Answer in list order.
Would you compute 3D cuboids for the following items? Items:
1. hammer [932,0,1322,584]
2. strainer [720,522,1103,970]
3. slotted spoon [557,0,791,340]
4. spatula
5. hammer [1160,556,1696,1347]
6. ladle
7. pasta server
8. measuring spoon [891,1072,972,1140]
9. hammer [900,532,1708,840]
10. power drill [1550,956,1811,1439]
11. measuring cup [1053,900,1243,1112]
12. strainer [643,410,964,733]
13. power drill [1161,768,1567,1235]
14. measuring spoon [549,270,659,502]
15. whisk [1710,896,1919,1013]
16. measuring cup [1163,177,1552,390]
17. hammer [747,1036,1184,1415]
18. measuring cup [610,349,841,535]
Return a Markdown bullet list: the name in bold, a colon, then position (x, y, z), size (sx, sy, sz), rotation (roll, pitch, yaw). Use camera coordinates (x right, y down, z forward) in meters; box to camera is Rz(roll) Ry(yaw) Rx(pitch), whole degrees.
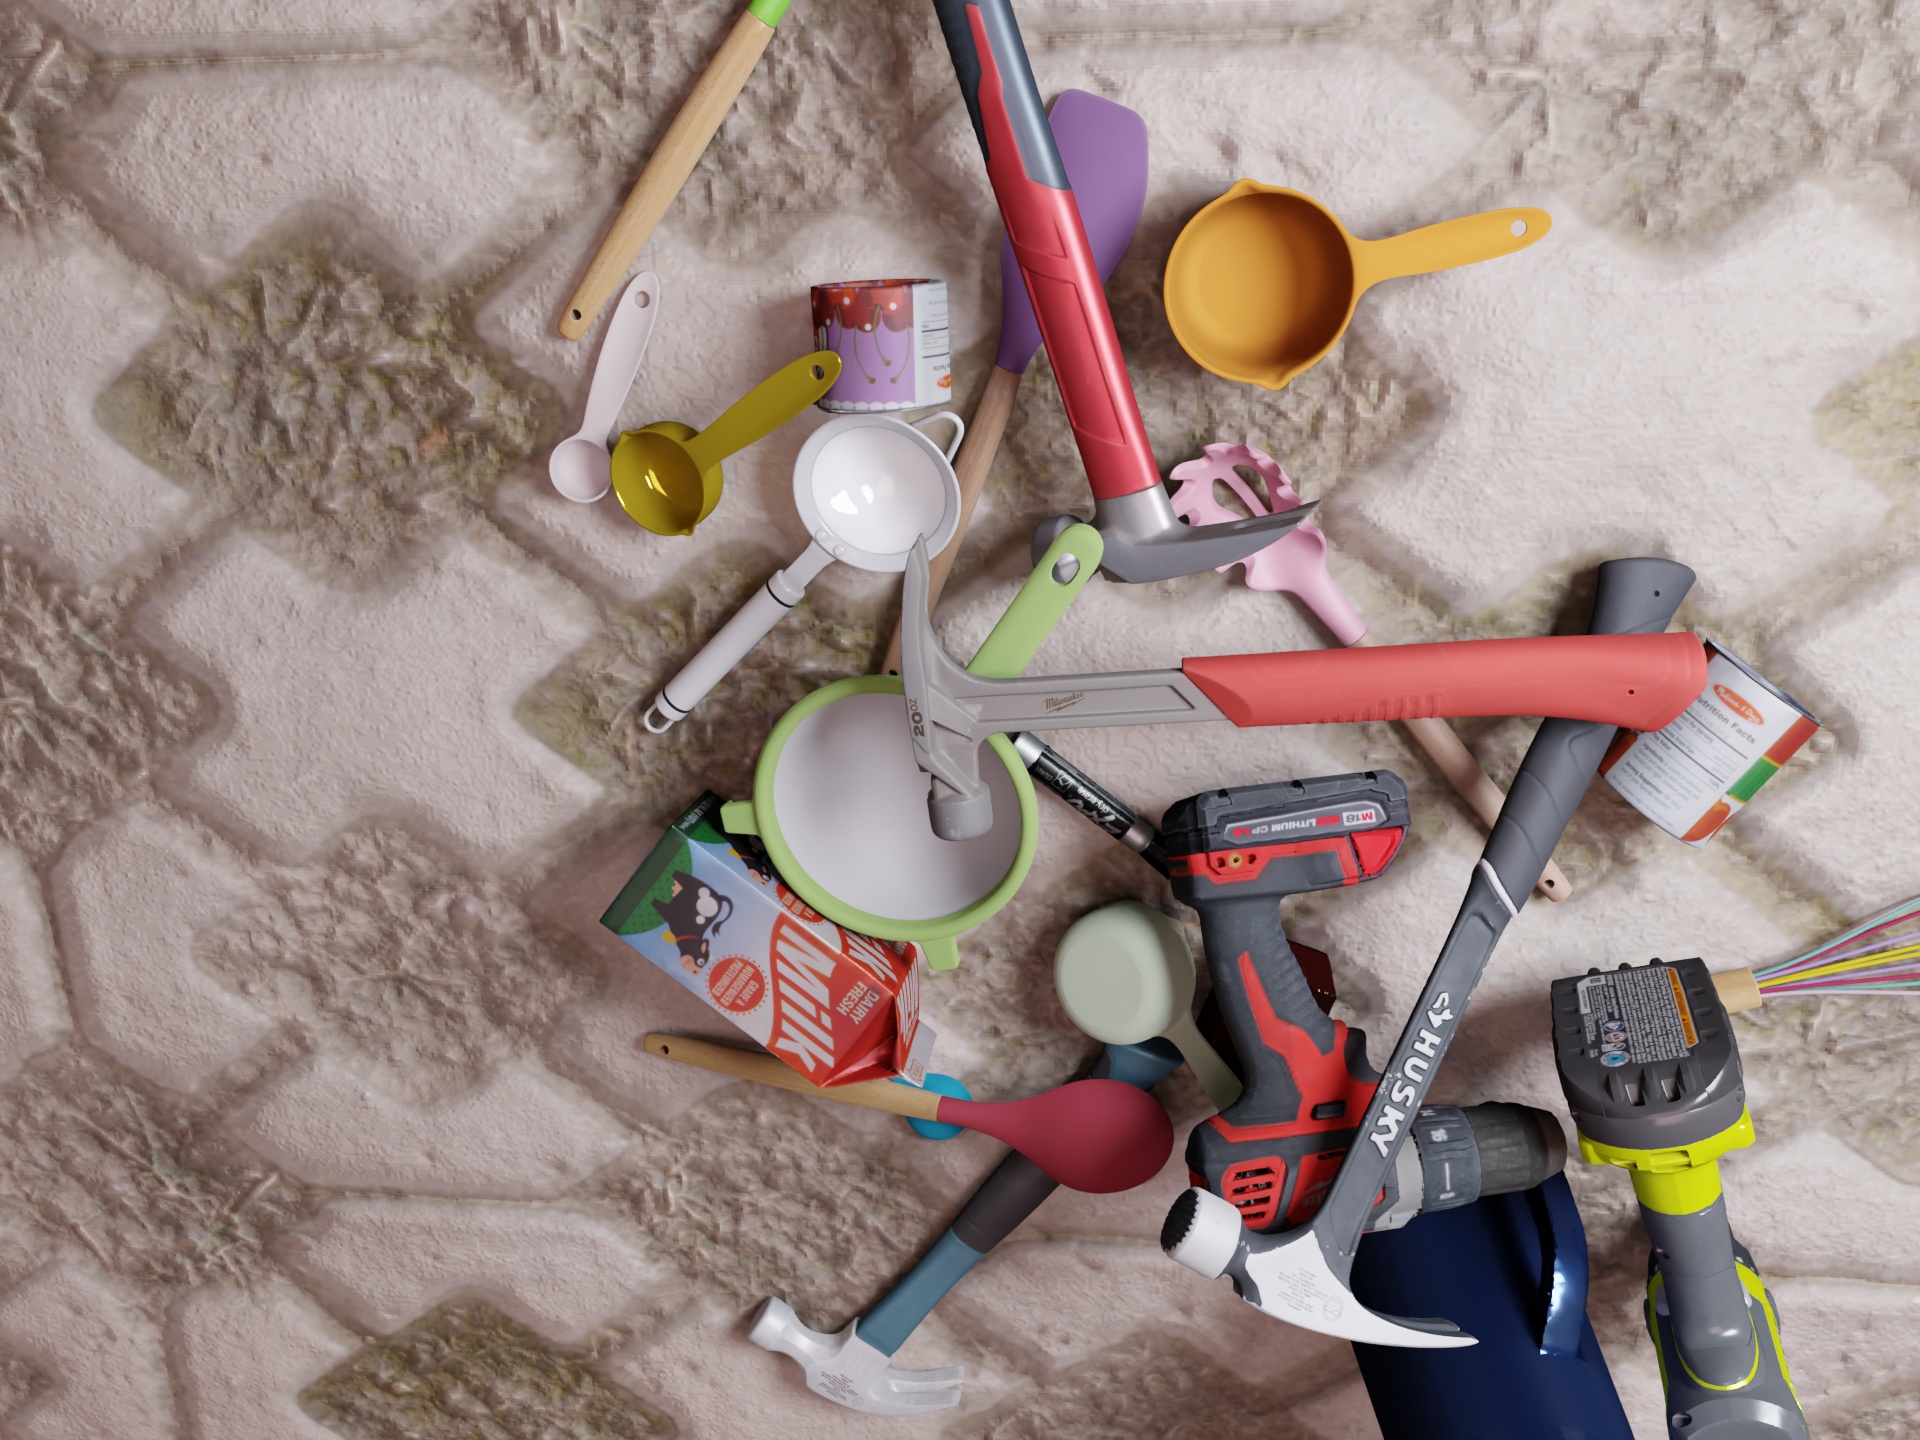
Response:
- **hammer**: position (0.043, -0.246, 0.706), size (0.143, 0.038, 0.386), rotation (-7, 112, 37)
- **strainer**: position (-0.001, -0.003, 0.820), size (0.151, 0.069, 0.256), rotation (34, 114, -3)
- **slotted spoon**: position (-0.110, -0.311, 0.752), size (0.070, 0.031, 0.313), rotation (36, 112, -6)
- **spatula**: position (0.017, -0.151, 0.798), size (0.059, 0.018, 0.315), rotation (21, 110, -4)
- **hammer**: position (0.251, 0.100, 0.755), size (0.149, 0.036, 0.409), rotation (29, 83, -6)
- **ladle**: position (-0.036, 0.215, 0.912), size (0.315, 0.031, 0.069), rotation (9, 101, 14)
- **pasta server**: position (0.217, -0.019, 0.811), size (0.060, 0.040, 0.316), rotation (-35, 104, 29)
- **measuring spoon**: position (-0.045, 0.202, 0.929), size (0.128, 0.021, 0.042), rotation (44, 109, -10)
- **hammer**: position (0.153, -0.024, 0.736), size (0.359, 0.037, 0.149), rotation (-3, 111, 7)
- **power drill**: position (0.365, 0.241, 0.806), size (0.080, 0.190, 0.228), rotation (-14, 105, 21)
- **measuring cup**: position (0.111, 0.172, 0.848), size (0.083, 0.038, 0.168), rotation (-50, 64, 29)
- **strainer**: position (-0.086, -0.076, 0.826), size (0.086, 0.050, 0.258), rotation (42, 115, -13)
- **power drill**: position (0.198, 0.142, 0.799), size (0.188, 0.080, 0.227), rotation (-6, 84, -4)
- **measuring spoon**: position (-0.178, -0.171, 0.819), size (0.034, 0.018, 0.124), rotation (23, 104, -1)
- **whisk**: position (0.441, 0.133, 0.836), size (0.245, 0.047, 0.051), rotation (-17, 108, 16)
- **measuring cup**: position (0.180, -0.213, 0.739), size (0.173, 0.052, 0.095), rotation (-11, 108, 9)
- **hammer**: position (0.013, 0.300, 0.952), size (0.128, 0.033, 0.331), rotation (37, 110, -6)
- **measuring cup**: position (-0.111, -0.144, 0.789), size (0.156, 0.029, 0.062), rotation (-26, 103, 33)
